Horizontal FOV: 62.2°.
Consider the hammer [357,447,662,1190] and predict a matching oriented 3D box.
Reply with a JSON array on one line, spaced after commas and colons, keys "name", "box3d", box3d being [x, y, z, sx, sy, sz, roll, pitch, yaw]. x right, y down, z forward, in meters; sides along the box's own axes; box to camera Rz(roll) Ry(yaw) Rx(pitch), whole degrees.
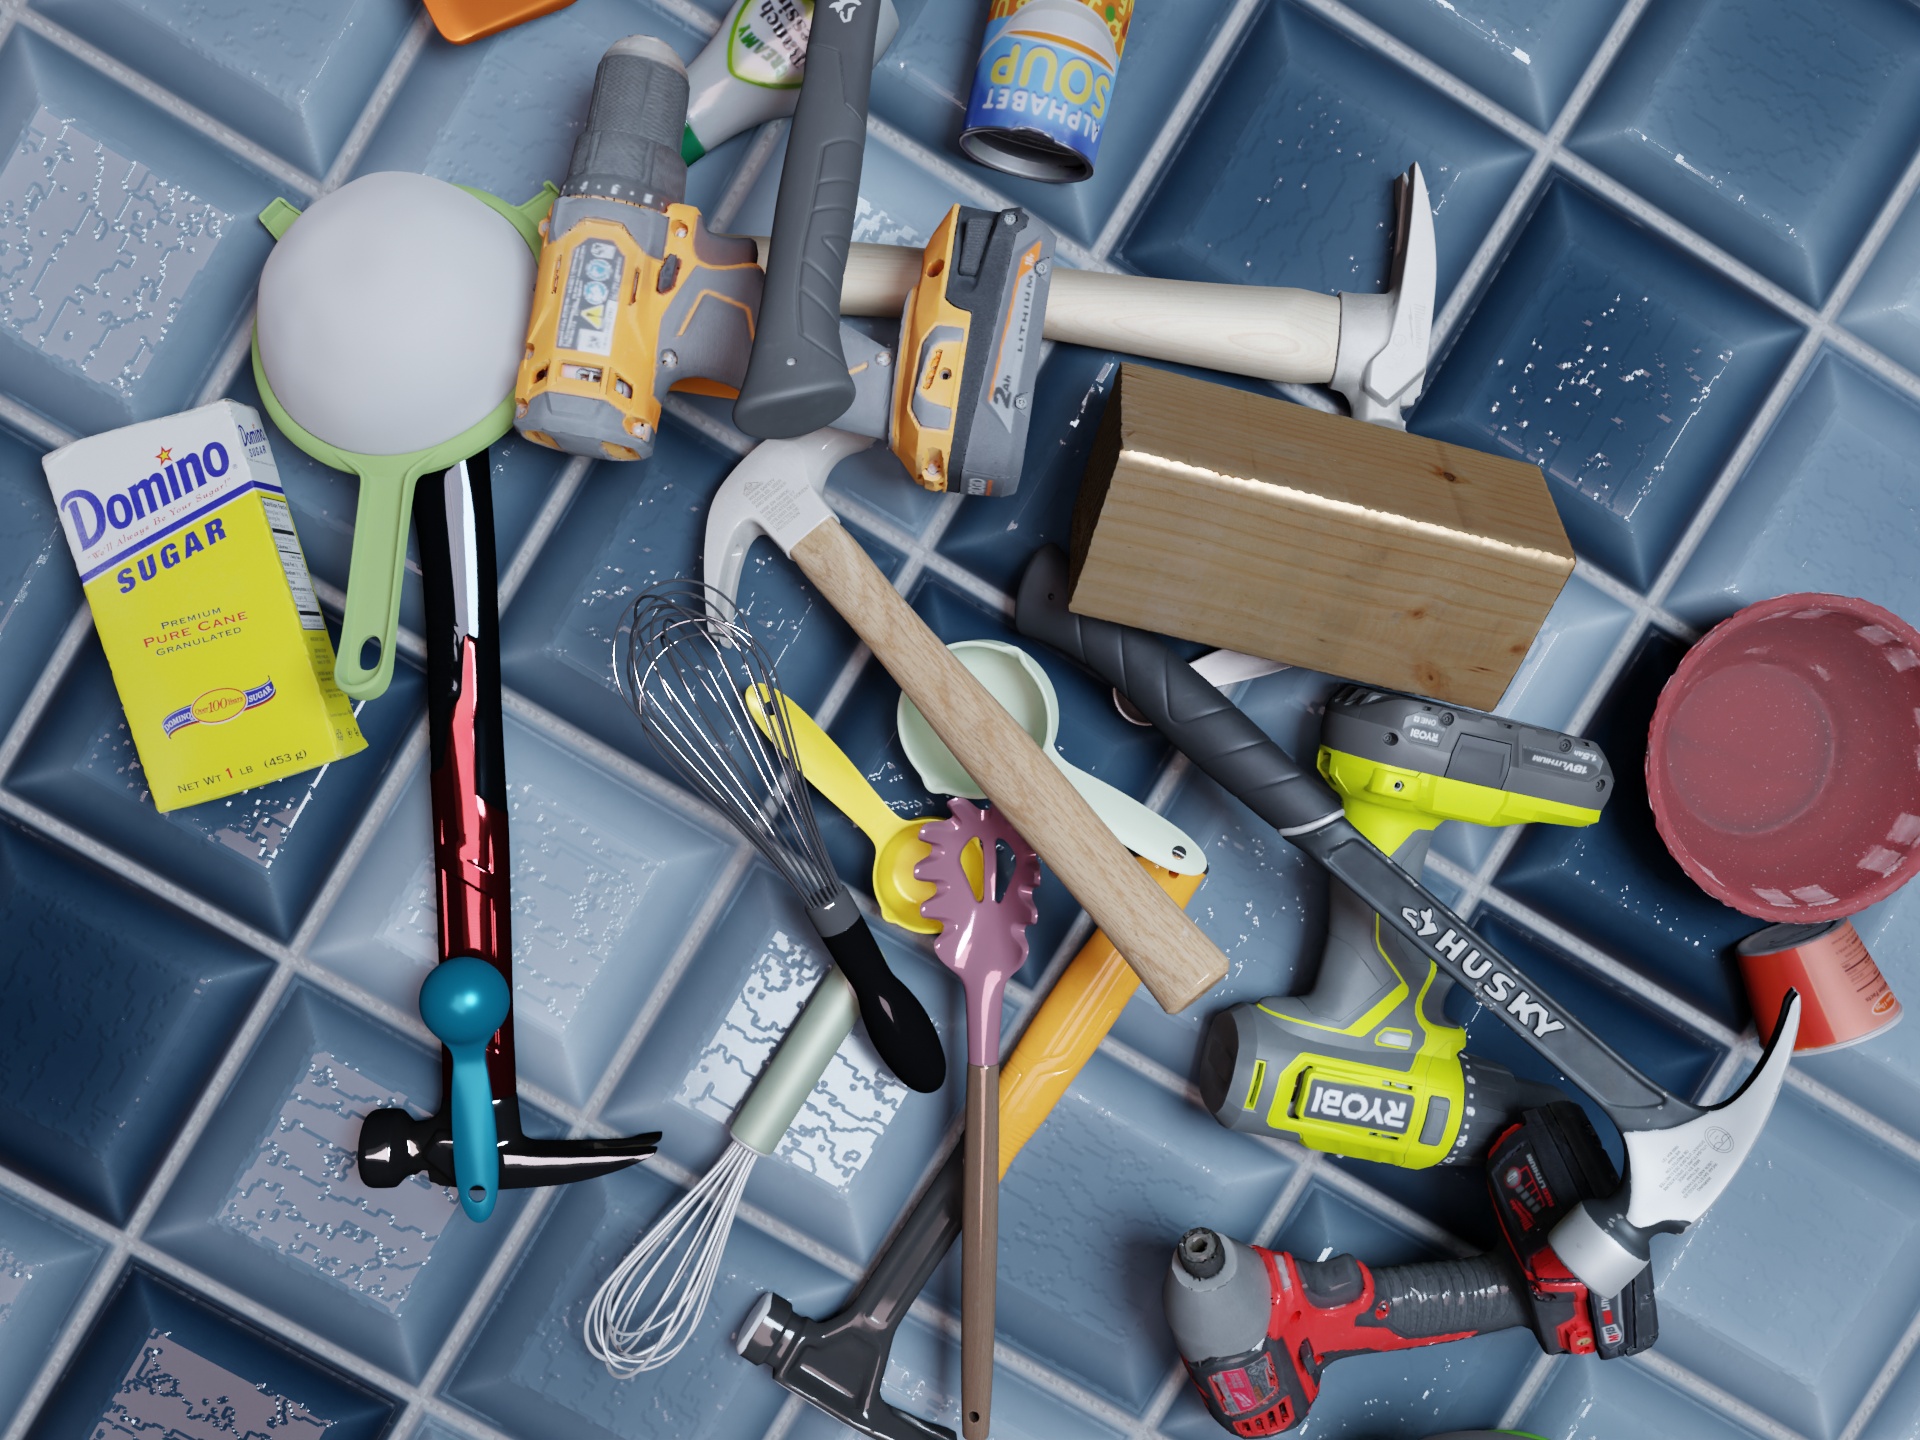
[{"name": "hammer", "box3d": [-0.223, 0.034, 0.772, 0.143, 0.038, 0.386, -1, 94, -4]}]

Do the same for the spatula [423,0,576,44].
[{"name": "spatula", "box3d": [-0.101, -0.399, 0.745, 0.322, 0.041, 0.081, -20, 94, -2]}]

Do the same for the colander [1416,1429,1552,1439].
[{"name": "colander", "box3d": [0.197, 0.414, 0.804, 0.397, 0.094, 0.204, 7, 102, 14]}]

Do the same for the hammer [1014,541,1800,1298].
[{"name": "hammer", "box3d": [0.177, 0.055, 0.716, 0.409, 0.036, 0.149, 43, 103, 19]}]

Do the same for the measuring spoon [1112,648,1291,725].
[{"name": "measuring spoon", "box3d": [0.133, -0.028, 0.800, 0.124, 0.018, 0.034, -17, 93, -8]}]

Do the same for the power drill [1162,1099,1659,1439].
[{"name": "power drill", "box3d": [0.206, 0.266, 0.758, 0.219, 0.079, 0.143, -19, 127, 7]}]

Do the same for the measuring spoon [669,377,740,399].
[{"name": "measuring spoon", "box3d": [-0.101, -0.161, 0.764, 0.117, 0.011, 0.021, 4, 78, 10]}]

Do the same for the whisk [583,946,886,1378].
[{"name": "whisk", "box3d": [-0.109, 0.215, 0.788, 0.057, 0.059, 0.246, 34, 87, -29]}]

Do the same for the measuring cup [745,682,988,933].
[{"name": "measuring cup", "box3d": [-0.049, 0.039, 0.787, 0.062, 0.029, 0.156, -43, 92, 1]}]

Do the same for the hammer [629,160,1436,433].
[{"name": "hammer", "box3d": [0.023, -0.214, 0.767, 0.410, 0.038, 0.146, 5, 92, -3]}]

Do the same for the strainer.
[{"name": "strainer", "box3d": [-0.261, -0.139, 0.699, 0.151, 0.069, 0.256, -1, 74, 6]}]

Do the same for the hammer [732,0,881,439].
[{"name": "hammer", "box3d": [-0.058, -0.265, 0.665, 0.146, 0.035, 0.335, 7, 68, -2]}]

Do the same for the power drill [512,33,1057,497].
[{"name": "power drill", "box3d": [-0.074, -0.198, 0.706, 0.226, 0.084, 0.185, 9, 87, 0]}]

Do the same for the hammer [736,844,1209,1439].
[{"name": "hammer", "box3d": [0.028, 0.207, 0.798, 0.127, 0.034, 0.337, 32, 92, -4]}]

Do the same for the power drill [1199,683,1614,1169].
[{"name": "power drill", "box3d": [0.236, 0.109, 0.782, 0.190, 0.080, 0.228, 12, 96, -7]}]

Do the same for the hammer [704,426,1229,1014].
[{"name": "hammer", "box3d": [-0.001, -0.002, 0.727, 0.130, 0.031, 0.331, -40, 73, 1]}]

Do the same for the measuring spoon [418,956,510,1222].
[{"name": "measuring spoon", "box3d": [-0.232, 0.177, 0.750, 0.042, 0.021, 0.128, -4, 93, -5]}]

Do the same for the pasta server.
[{"name": "pasta server", "box3d": [0.009, 0.193, 0.762, 0.060, 0.040, 0.316, 2, 93, 12]}]

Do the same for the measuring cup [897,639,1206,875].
[{"name": "measuring cup", "box3d": [0.048, 0.022, 0.768, 0.167, 0.038, 0.083, 33, 105, 7]}]

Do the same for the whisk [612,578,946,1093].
[{"name": "whisk", "box3d": [-0.074, 0.061, 0.738, 0.070, 0.070, 0.284, -28, 109, -1]}]
